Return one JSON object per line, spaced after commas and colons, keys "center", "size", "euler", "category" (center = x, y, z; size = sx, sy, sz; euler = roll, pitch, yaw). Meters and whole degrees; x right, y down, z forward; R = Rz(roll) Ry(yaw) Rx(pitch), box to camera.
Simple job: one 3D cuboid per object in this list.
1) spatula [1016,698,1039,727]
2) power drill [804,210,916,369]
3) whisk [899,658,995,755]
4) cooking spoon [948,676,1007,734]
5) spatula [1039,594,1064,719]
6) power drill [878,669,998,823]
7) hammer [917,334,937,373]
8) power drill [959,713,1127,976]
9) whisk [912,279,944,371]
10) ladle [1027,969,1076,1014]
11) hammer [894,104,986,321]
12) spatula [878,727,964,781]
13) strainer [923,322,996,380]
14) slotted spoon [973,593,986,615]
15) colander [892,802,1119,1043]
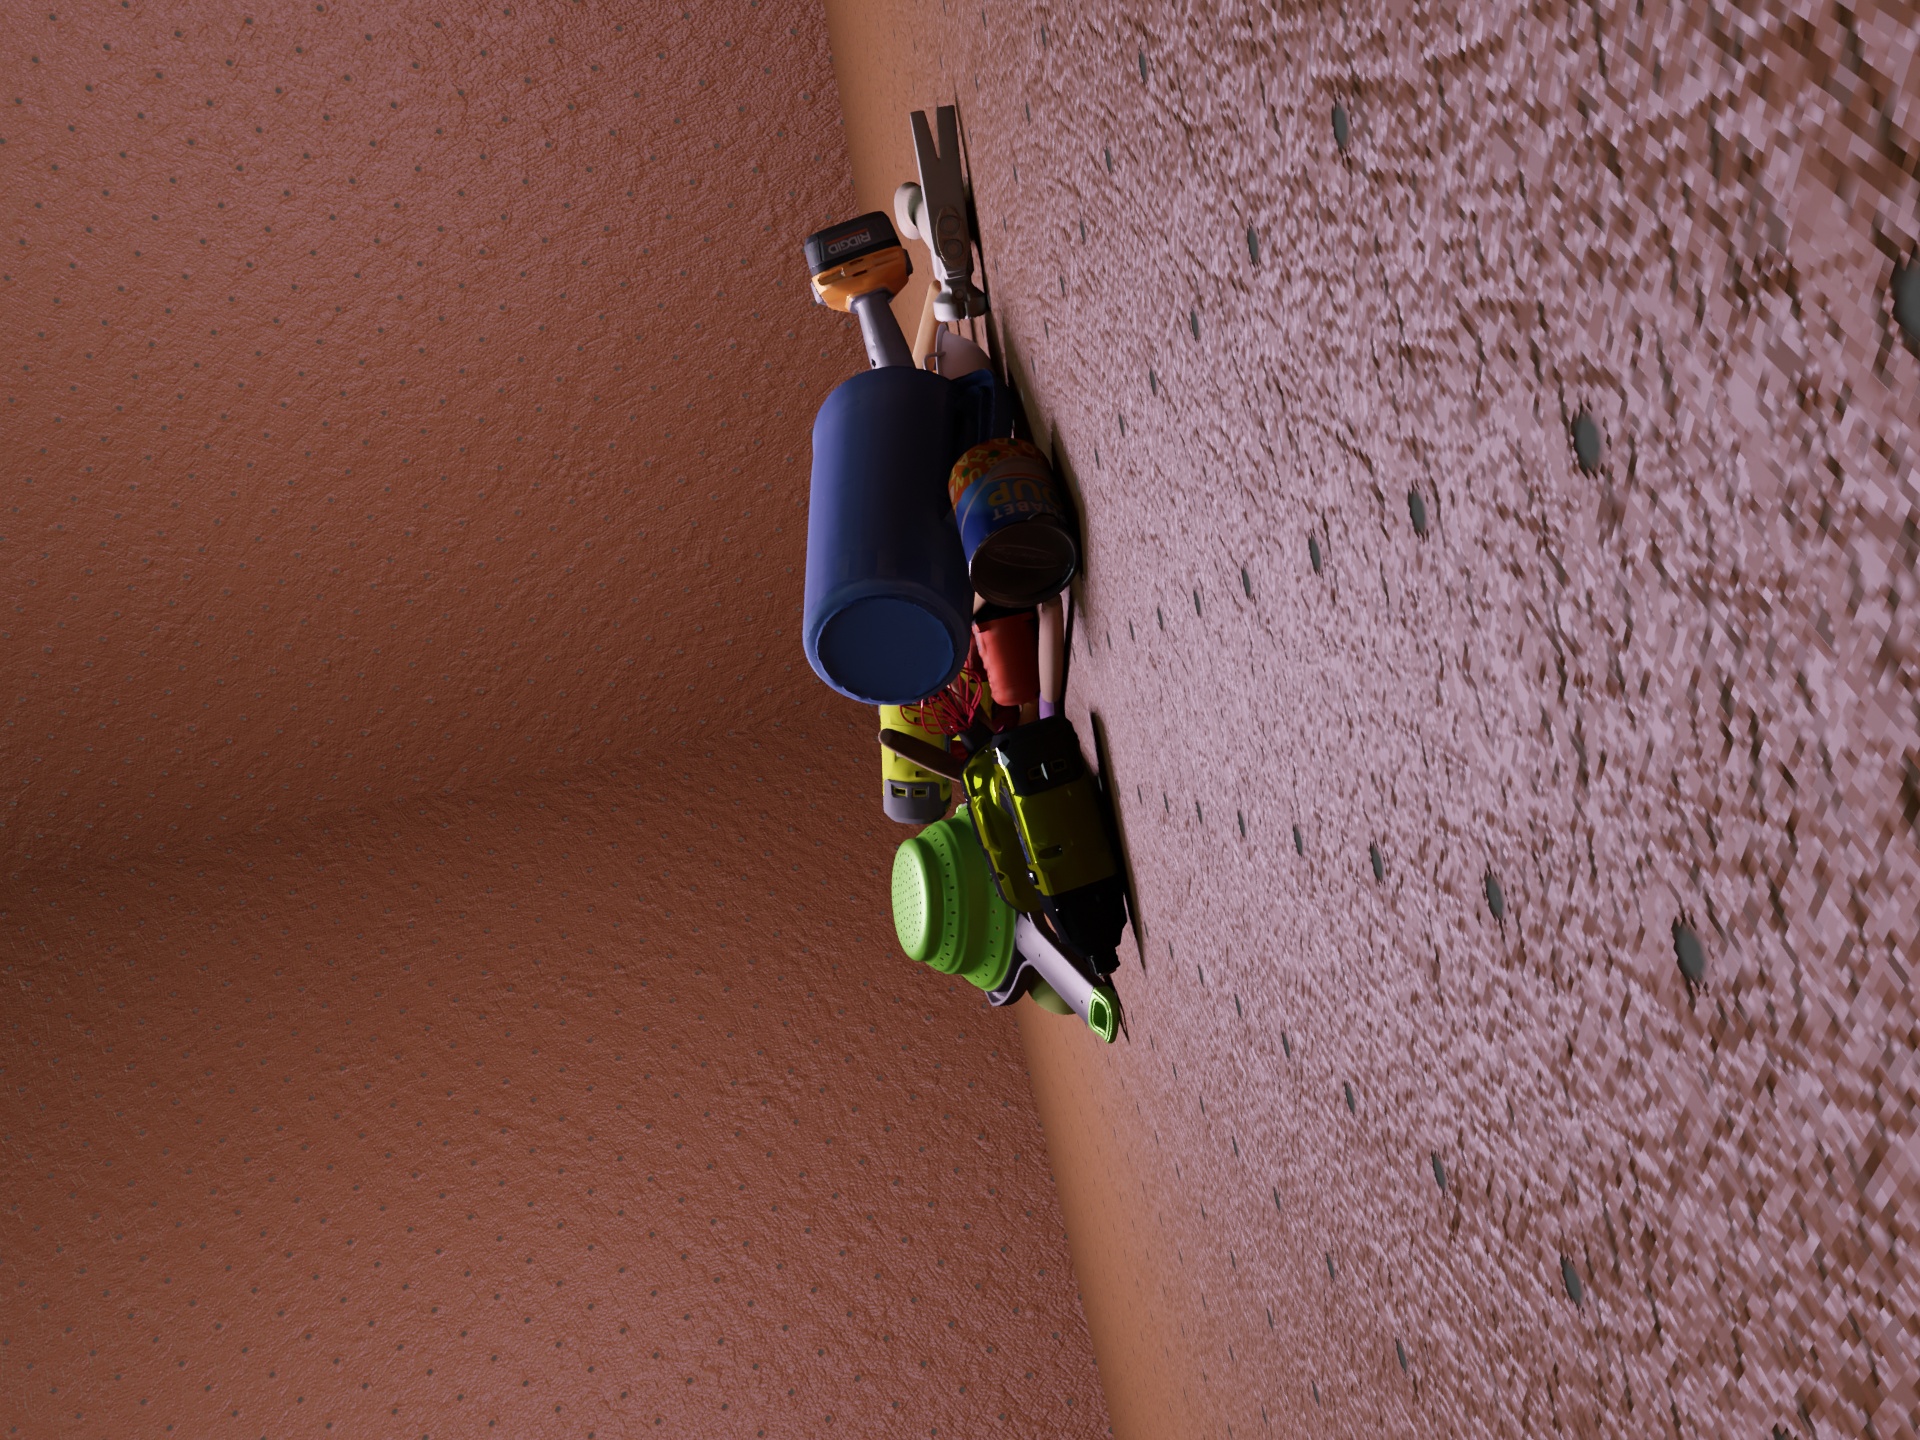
{"center": [0.040, 0.067, 1.508], "size": [0.322, 0.041, 0.081], "euler": [99, 174, -57], "category": "spatula"}
{"center": [-0.056, -0.303, 1.367], "size": [0.185, 0.084, 0.226], "euler": [-73, -36, -84], "category": "power drill"}
{"center": [-0.002, -0.004, 1.327], "size": [0.295, 0.073, 0.073], "euler": [51, -154, -71], "category": "whisk"}
{"center": [0.024, 0.009, 1.495], "size": [0.318, 0.017, 0.069], "euler": [56, -152, -70], "category": "cooking spoon"}
{"center": [0.067, -0.026, 1.159], "size": [0.315, 0.018, 0.060], "euler": [81, 174, -71], "category": "spatula"}
{"center": [-0.023, -0.031, 1.488], "size": [0.228, 0.080, 0.190], "euler": [-57, -32, -67], "category": "power drill"}
{"center": [-0.032, -0.368, 1.729], "size": [0.337, 0.034, 0.127], "euler": [106, 152, -85], "category": "hammer"}
{"center": [0.061, 0.084, 1.121], "size": [0.223, 0.080, 0.171], "euler": [-176, 68, -85], "category": "power drill"}
{"center": [-0.047, -0.293, 1.486], "size": [0.051, 0.047, 0.244], "euler": [-101, 22, -52], "category": "whisk"}
{"center": [0.082, 0.145, 1.525], "size": [0.320, 0.062, 0.078], "euler": [-94, -4, -47], "category": "ladle"}
{"center": [-0.029, -0.429, 1.312], "size": [0.411, 0.038, 0.146], "euler": [-106, 7, -68], "category": "hammer"}
{"center": [0.008, 0.036, 1.274], "size": [0.317, 0.044, 0.082], "euler": [27, -125, -68], "category": "spatula"}
{"center": [0.007, -0.255, 1.264], "size": [0.258, 0.050, 0.087], "euler": [22, -117, -86], "category": "strainer"}
{"center": [0.019, -0.097, 1.146], "size": [0.314, 0.031, 0.070], "euler": [143, 124, -77], "category": "slotted spoon"}
{"center": [0.021, 0.182, 1.379], "size": [0.397, 0.094, 0.204], "euler": [-141, 52, -65], "category": "colander"}
